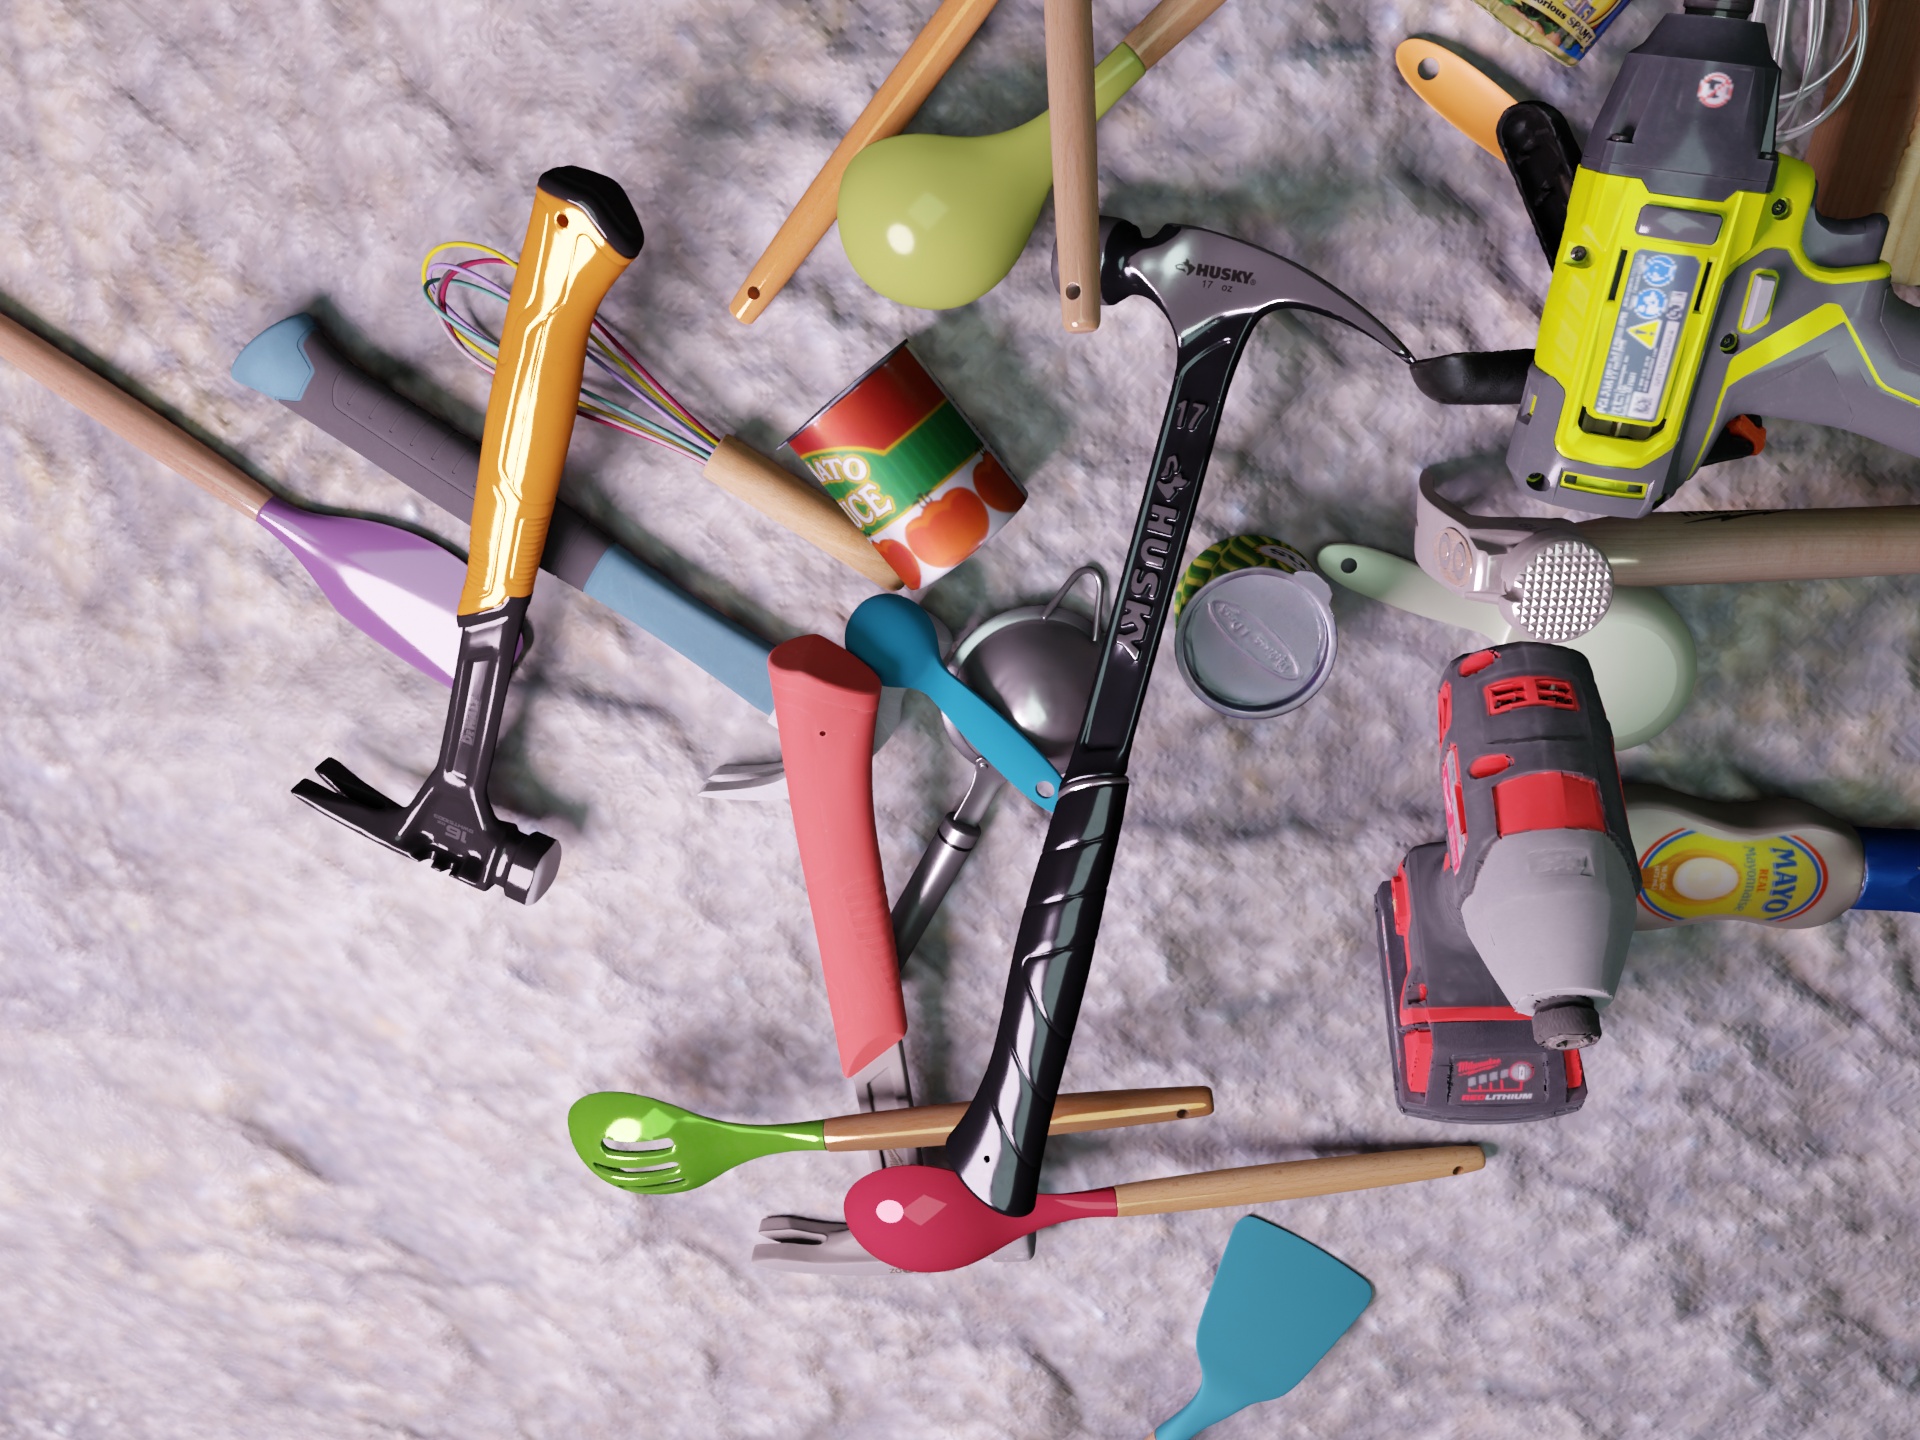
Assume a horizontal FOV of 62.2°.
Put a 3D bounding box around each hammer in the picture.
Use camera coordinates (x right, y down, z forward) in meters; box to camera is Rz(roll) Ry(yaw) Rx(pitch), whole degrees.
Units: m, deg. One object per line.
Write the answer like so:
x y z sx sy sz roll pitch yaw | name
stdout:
0.389 -0.074 0.619 0.410 0.146 0.038 -2 110 -2 | hammer
-0.202 -0.073 0.681 0.127 0.034 0.336 24 120 2 | hammer
0.064 0.009 0.646 0.149 0.036 0.409 18 100 25 | hammer
-0.054 0.127 0.750 0.149 0.037 0.358 -3 120 8 | hammer
-0.174 -0.078 0.717 0.331 0.033 0.128 33 110 -6 | hammer

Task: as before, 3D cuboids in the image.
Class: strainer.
0.005 0.047 0.739 0.086 0.050 0.258 21 116 -17 | strainer

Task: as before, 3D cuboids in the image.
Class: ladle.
0.082 -0.276 0.608 0.320 0.062 0.078 -40 132 11 | ladle
0.101 0.231 0.775 0.315 0.031 0.069 -6 121 -3 | ladle

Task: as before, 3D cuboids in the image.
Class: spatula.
0.101 0.399 0.868 0.082 0.044 0.317 30 116 -5 | spatula
-0.341 -0.114 0.732 0.316 0.018 0.059 34 108 -7 | spatula
0.008 -0.283 0.623 0.081 0.041 0.322 40 114 -7 | spatula

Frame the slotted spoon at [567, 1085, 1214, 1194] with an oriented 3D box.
-0.038 0.192 0.750 0.314 0.031 0.070 -7 124 8 | slotted spoon

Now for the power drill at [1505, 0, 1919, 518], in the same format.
0.309 -0.141 0.511 0.223 0.080 0.171 10 114 8 | power drill

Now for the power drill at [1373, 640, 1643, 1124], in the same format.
0.213 0.081 0.621 0.078 0.143 0.219 -3 151 9 | power drill

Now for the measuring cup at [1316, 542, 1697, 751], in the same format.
0.231 -0.038 0.675 0.167 0.038 0.083 20 112 -3 | measuring cup

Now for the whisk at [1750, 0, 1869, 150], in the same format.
0.299 -0.329 0.556 0.058 0.059 0.246 15 113 42 | whisk

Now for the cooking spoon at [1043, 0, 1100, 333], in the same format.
0.037 -0.301 0.569 0.069 0.017 0.319 0 97 28 | cooking spoon

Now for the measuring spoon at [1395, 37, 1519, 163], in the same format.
0.217 -0.228 0.624 0.117 0.011 0.021 37 111 -3 | measuring spoon

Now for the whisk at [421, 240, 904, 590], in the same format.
-0.124 -0.129 0.687 0.245 0.051 0.047 32 106 -8 | whisk

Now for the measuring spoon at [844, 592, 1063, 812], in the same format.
-0.001 -0.002 0.683 0.128 0.021 0.042 43 119 0 | measuring spoon
